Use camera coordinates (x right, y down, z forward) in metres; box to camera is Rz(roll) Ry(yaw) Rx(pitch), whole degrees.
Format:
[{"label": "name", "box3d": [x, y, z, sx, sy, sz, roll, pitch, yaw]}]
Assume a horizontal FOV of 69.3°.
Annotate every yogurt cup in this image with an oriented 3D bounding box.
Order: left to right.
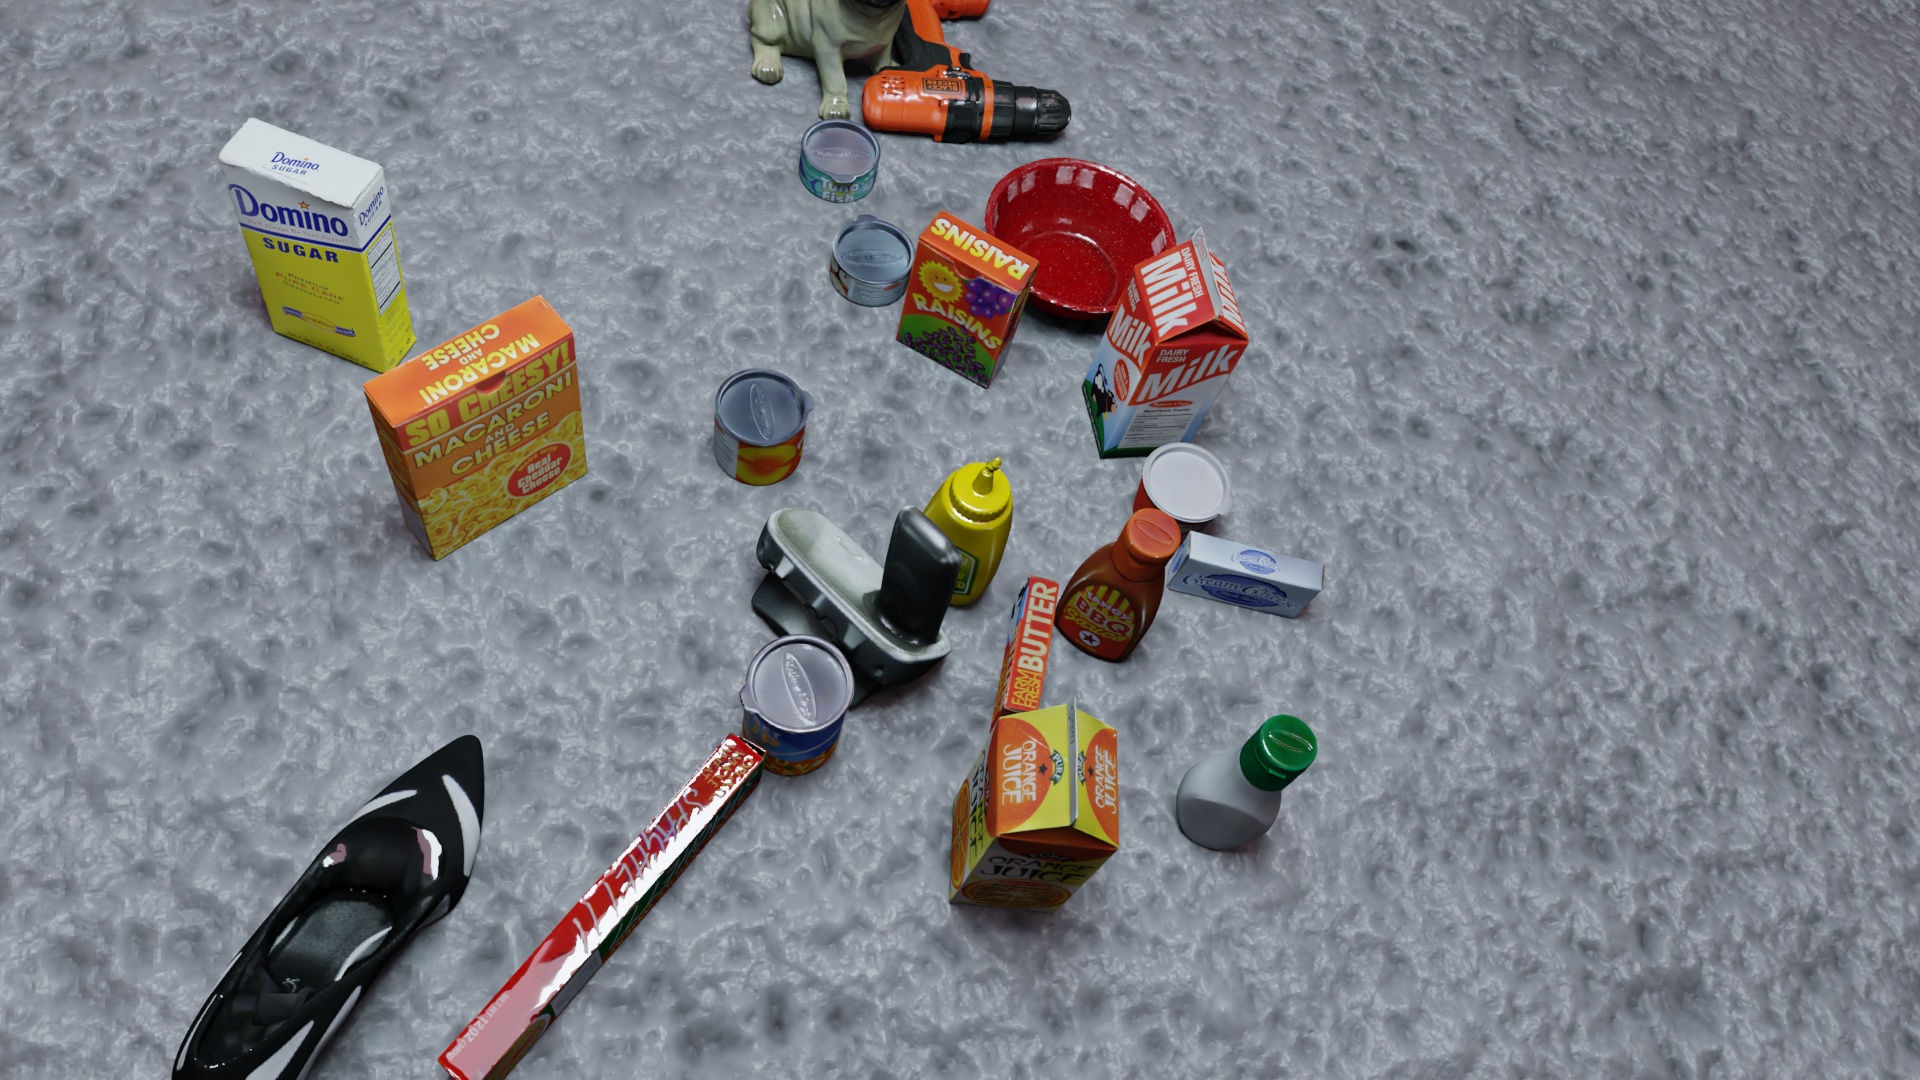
[{"label": "yogurt cup", "box3d": [0.163, -0.032, 1.044, 0.072, 0.053, 0.073, 5, 60, -9]}]

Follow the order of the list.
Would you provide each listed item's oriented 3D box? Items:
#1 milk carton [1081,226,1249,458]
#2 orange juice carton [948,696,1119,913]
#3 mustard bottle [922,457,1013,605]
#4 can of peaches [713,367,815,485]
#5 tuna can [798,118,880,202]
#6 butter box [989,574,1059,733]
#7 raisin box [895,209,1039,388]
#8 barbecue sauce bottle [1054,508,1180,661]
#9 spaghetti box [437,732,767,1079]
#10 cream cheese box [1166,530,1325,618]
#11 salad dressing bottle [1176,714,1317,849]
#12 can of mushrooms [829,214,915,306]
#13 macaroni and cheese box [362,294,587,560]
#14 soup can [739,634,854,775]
[{"label": "milk carton", "box3d": [0.154, -0.141, 1.025, 0.073, 0.189, 0.072, -3, 62, -14]}, {"label": "orange juice carton", "box3d": [0.045, 0.161, 0.829, 0.073, 0.191, 0.072, 7, 60, -8]}, {"label": "mustard bottle", "box3d": [0.003, -0.012, 0.937, 0.065, 0.159, 0.049, 27, 59, 4]}, {"label": "can of peaches", "box3d": [-0.143, -0.082, 1.005, 0.071, 0.057, 0.071, 5, 60, -9]}, {"label": "tuna can", "box3d": [-0.101, -0.315, 1.161, 0.071, 0.032, 0.071, 5, 60, -9]}, {"label": "butter box", "box3d": [0.044, 0.081, 0.956, 0.024, 0.053, 0.104, 15, 59, -4]}, {"label": "raisin box", "box3d": [0.003, -0.181, 1.054, 0.086, 0.122, 0.040, 30, 60, 6]}, {"label": "barbecue sauce bottle", "box3d": [0.110, 0.029, 0.944, 0.065, 0.147, 0.044, 31, 60, 6]}, {"label": "spaghetti box", "box3d": [-0.205, 0.218, 0.827, 0.029, 0.050, 0.251, 36, 60, 9]}, {"label": "cream cheese box", "box3d": [0.209, 0.026, 1.021, 0.104, 0.053, 0.024, 14, 59, -4]}, {"label": "salad dressing bottle", "box3d": [0.183, 0.155, 0.888, 0.064, 0.147, 0.044, 23, 59, 1]}, {"label": "can of mushrooms", "box3d": [-0.071, -0.225, 1.115, 0.071, 0.033, 0.071, 5, 60, -9]}, {"label": "macaroni and cheese box", "box3d": [-0.307, -0.069, 0.900, 0.124, 0.165, 0.040, -36, 74, -26]}, {"label": "soup can", "box3d": [-0.108, 0.107, 0.890, 0.071, 0.083, 0.071, 5, 60, -9]}]
